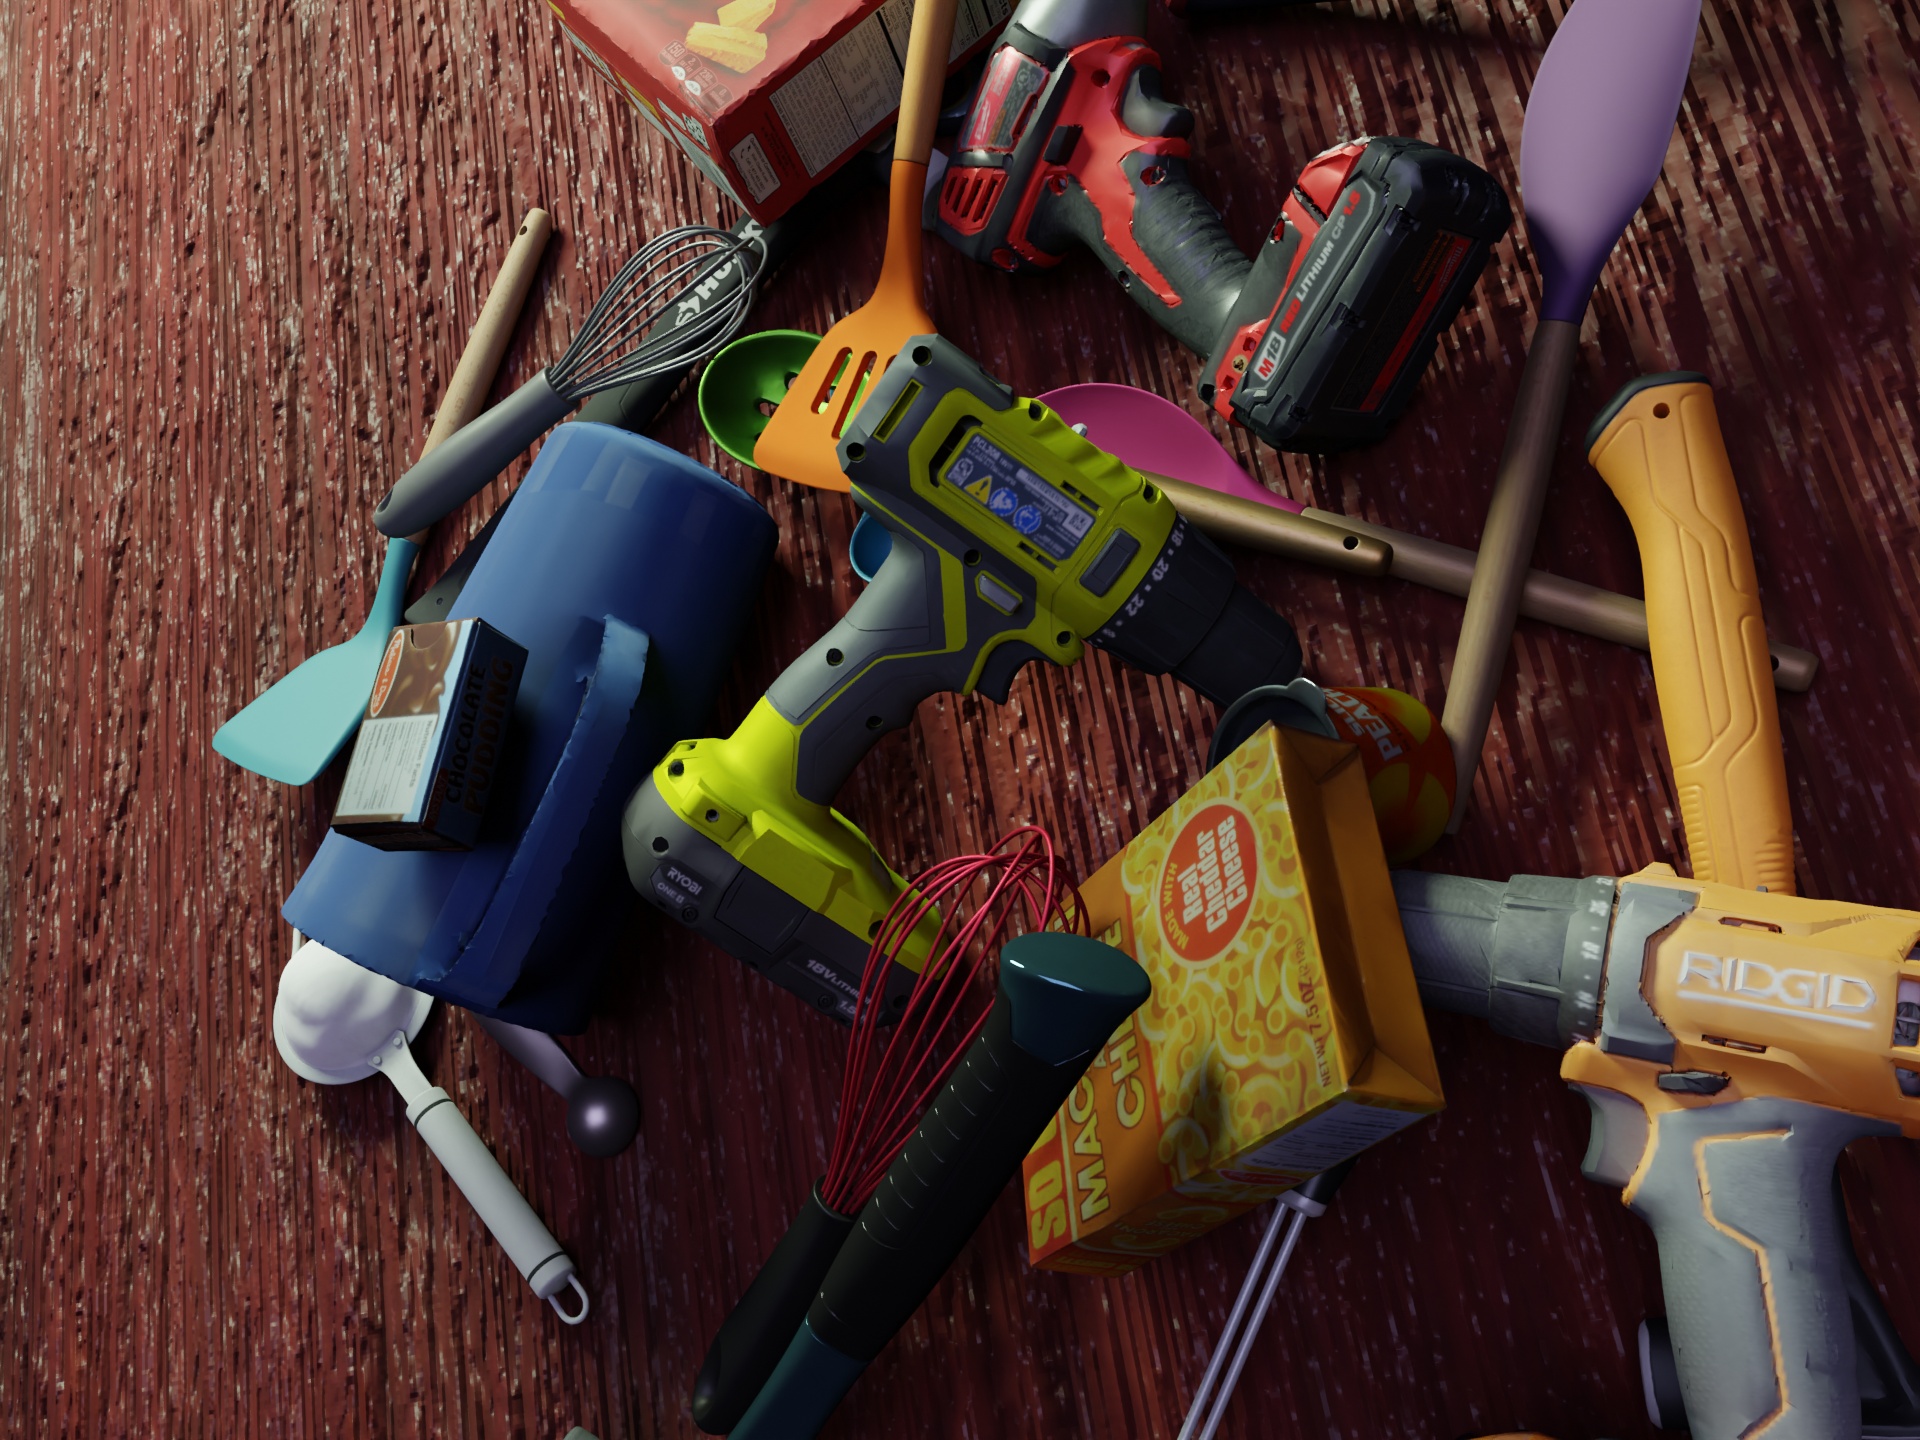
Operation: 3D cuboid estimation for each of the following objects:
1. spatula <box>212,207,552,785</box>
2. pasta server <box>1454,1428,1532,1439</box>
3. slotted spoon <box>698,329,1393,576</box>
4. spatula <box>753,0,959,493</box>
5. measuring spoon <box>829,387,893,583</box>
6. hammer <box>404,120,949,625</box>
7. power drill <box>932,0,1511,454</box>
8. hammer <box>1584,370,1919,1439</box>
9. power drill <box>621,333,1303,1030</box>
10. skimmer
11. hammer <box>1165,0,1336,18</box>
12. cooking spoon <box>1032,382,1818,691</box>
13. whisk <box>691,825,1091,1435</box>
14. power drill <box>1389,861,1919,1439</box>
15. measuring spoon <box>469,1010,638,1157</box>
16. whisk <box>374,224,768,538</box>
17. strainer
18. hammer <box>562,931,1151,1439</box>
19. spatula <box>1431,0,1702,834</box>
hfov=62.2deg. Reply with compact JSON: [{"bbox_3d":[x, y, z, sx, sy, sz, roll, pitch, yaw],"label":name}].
[{"bbox_3d":[-0.276,-0.118,0.799,0.082,0.044,0.317,17,83,33],"label":"spatula"},{"bbox_3d":[0.103,0.368,0.514,0.060,0.040,0.316,35,96,27],"label":"pasta server"},{"bbox_3d":[0.024,-0.104,0.652,0.314,0.031,0.070,19,76,26],"label":"slotted spoon"},{"bbox_3d":[-0.020,-0.254,0.647,0.081,0.041,0.322,16,102,28],"label":"spatula"},{"bbox_3d":[-0.036,-0.108,0.706,0.042,0.021,0.129,-23,59,10],"label":"measuring spoon"},{"bbox_3d":[-0.152,-0.167,0.761,0.335,0.035,0.146,-48,64,6],"label":"hammer"},{"bbox_3d":[0.090,-0.210,0.619,0.220,0.078,0.143,42,121,29],"label":"power drill"},{"bbox_3d":[0.259,0.048,0.506,0.127,0.034,0.337,-10,77,23],"label":"hammer"},{"bbox_3d":[-0.001,-0.002,0.599,0.190,0.080,0.228,35,99,-10],"label":"power drill"},{"bbox_3d":[0.070,0.209,0.532,0.127,0.090,0.363,17,81,59],"label":"skimmer"},{"bbox_3d":[0.252,-0.280,0.584,0.386,0.143,0.038,14,75,38],"label":"hammer"},{"bbox_3d":[0.154,-0.067,0.605,0.319,0.017,0.069,22,98,27],"label":"cooking spoon"},{"bbox_3d":[-0.034,0.159,0.576,0.073,0.073,0.295,41,115,27],"label":"whisk"},{"bbox_3d":[0.189,0.153,0.458,0.185,0.084,0.226,8,79,26],"label":"power drill"},{"bbox_3d":[-0.190,0.148,0.705,0.124,0.018,0.034,34,92,28],"label":"measuring spoon"},{"bbox_3d":[-0.182,-0.149,0.726,0.239,0.055,0.055,-31,66,20],"label":"whisk"},{"bbox_3d":[-0.243,0.167,0.714,0.087,0.050,0.259,-43,66,-8],"label":"strainer"},{"bbox_3d":[-0.035,0.198,0.539,0.128,0.033,0.331,32,116,4],"label":"hammer"},{"bbox_3d":[0.204,-0.114,0.563,0.060,0.018,0.316,13,91,49],"label":"spatula"}]
